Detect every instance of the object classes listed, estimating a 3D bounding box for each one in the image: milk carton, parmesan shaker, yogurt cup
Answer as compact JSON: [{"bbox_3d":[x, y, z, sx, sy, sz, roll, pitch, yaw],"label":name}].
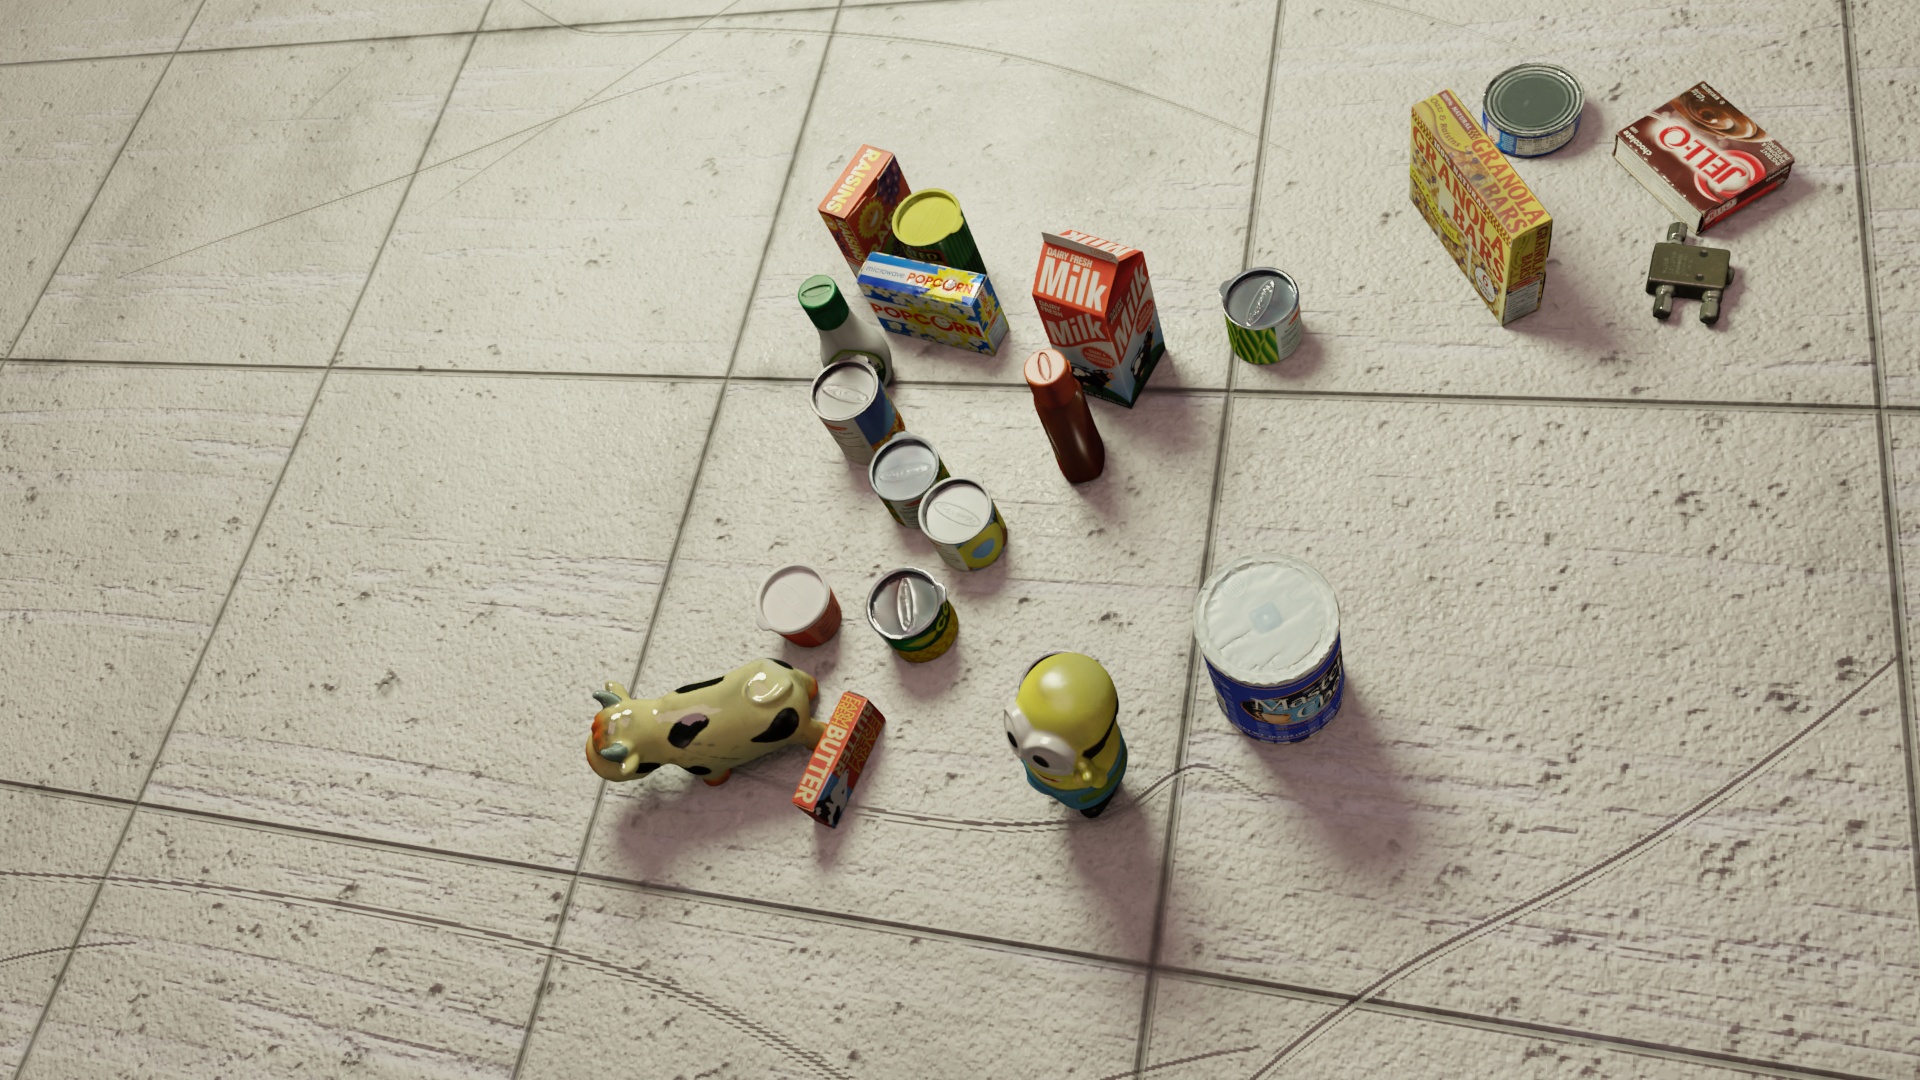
[{"bbox_3d":[0.118,-0.199,1.195,0.072,0.190,0.073,22,73,26],"label":"milk carton"},{"bbox_3d":[-0.016,-0.276,1.326,0.071,0.102,0.071,-7,62,14],"label":"parmesan shaker"},{"bbox_3d":[-0.139,0.060,1.220,0.072,0.053,0.072,-7,62,14],"label":"yogurt cup"}]

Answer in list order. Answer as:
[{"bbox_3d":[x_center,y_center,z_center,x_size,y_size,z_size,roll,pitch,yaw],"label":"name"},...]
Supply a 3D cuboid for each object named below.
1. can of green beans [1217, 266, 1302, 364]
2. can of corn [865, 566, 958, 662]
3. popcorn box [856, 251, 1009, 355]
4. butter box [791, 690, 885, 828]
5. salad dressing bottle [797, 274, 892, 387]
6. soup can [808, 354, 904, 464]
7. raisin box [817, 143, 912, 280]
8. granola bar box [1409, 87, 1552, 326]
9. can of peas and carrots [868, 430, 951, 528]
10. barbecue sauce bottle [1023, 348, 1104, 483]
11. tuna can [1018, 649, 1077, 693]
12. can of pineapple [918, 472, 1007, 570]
[{"bbox_3d":[0.267,-0.198,1.226,0.071,0.057,0.071,-7,62,14],"label":"can of green beans"},{"bbox_3d":[-0.038,0.064,1.185,0.071,0.058,0.071,-7,62,14],"label":"can of corn"},{"bbox_3d":[-0.026,-0.224,1.313,0.127,0.085,0.038,16,70,24],"label":"popcorn box"},{"bbox_3d":[-0.100,0.180,1.147,0.024,0.053,0.104,17,70,24],"label":"butter box"},{"bbox_3d":[-0.108,-0.188,1.283,0.064,0.147,0.044,-13,61,11],"label":"salad dressing bottle"},{"bbox_3d":[-0.093,-0.120,1.281,0.071,0.083,0.071,-7,62,14],"label":"soup can"},{"bbox_3d":[-0.083,-0.311,1.353,0.040,0.123,0.086,26,74,27],"label":"raisin box"},{"bbox_3d":[0.438,-0.282,1.178,0.039,0.124,0.166,-24,59,4],"label":"granola bar box"},{"bbox_3d":[-0.043,-0.054,1.246,0.071,0.058,0.071,-7,62,14],"label":"can of peas and carrots"},{"bbox_3d":[0.088,-0.109,1.182,0.043,0.148,0.065,-14,61,10],"label":"barbecue sauce bottle"},{"bbox_3d":[0.085,0.126,1.130,0.071,0.032,0.071,-7,62,14],"label":"tuna can"},{"bbox_3d":[0.004,-0.015,1.212,0.071,0.057,0.071,-7,62,14],"label":"can of pineapple"}]
